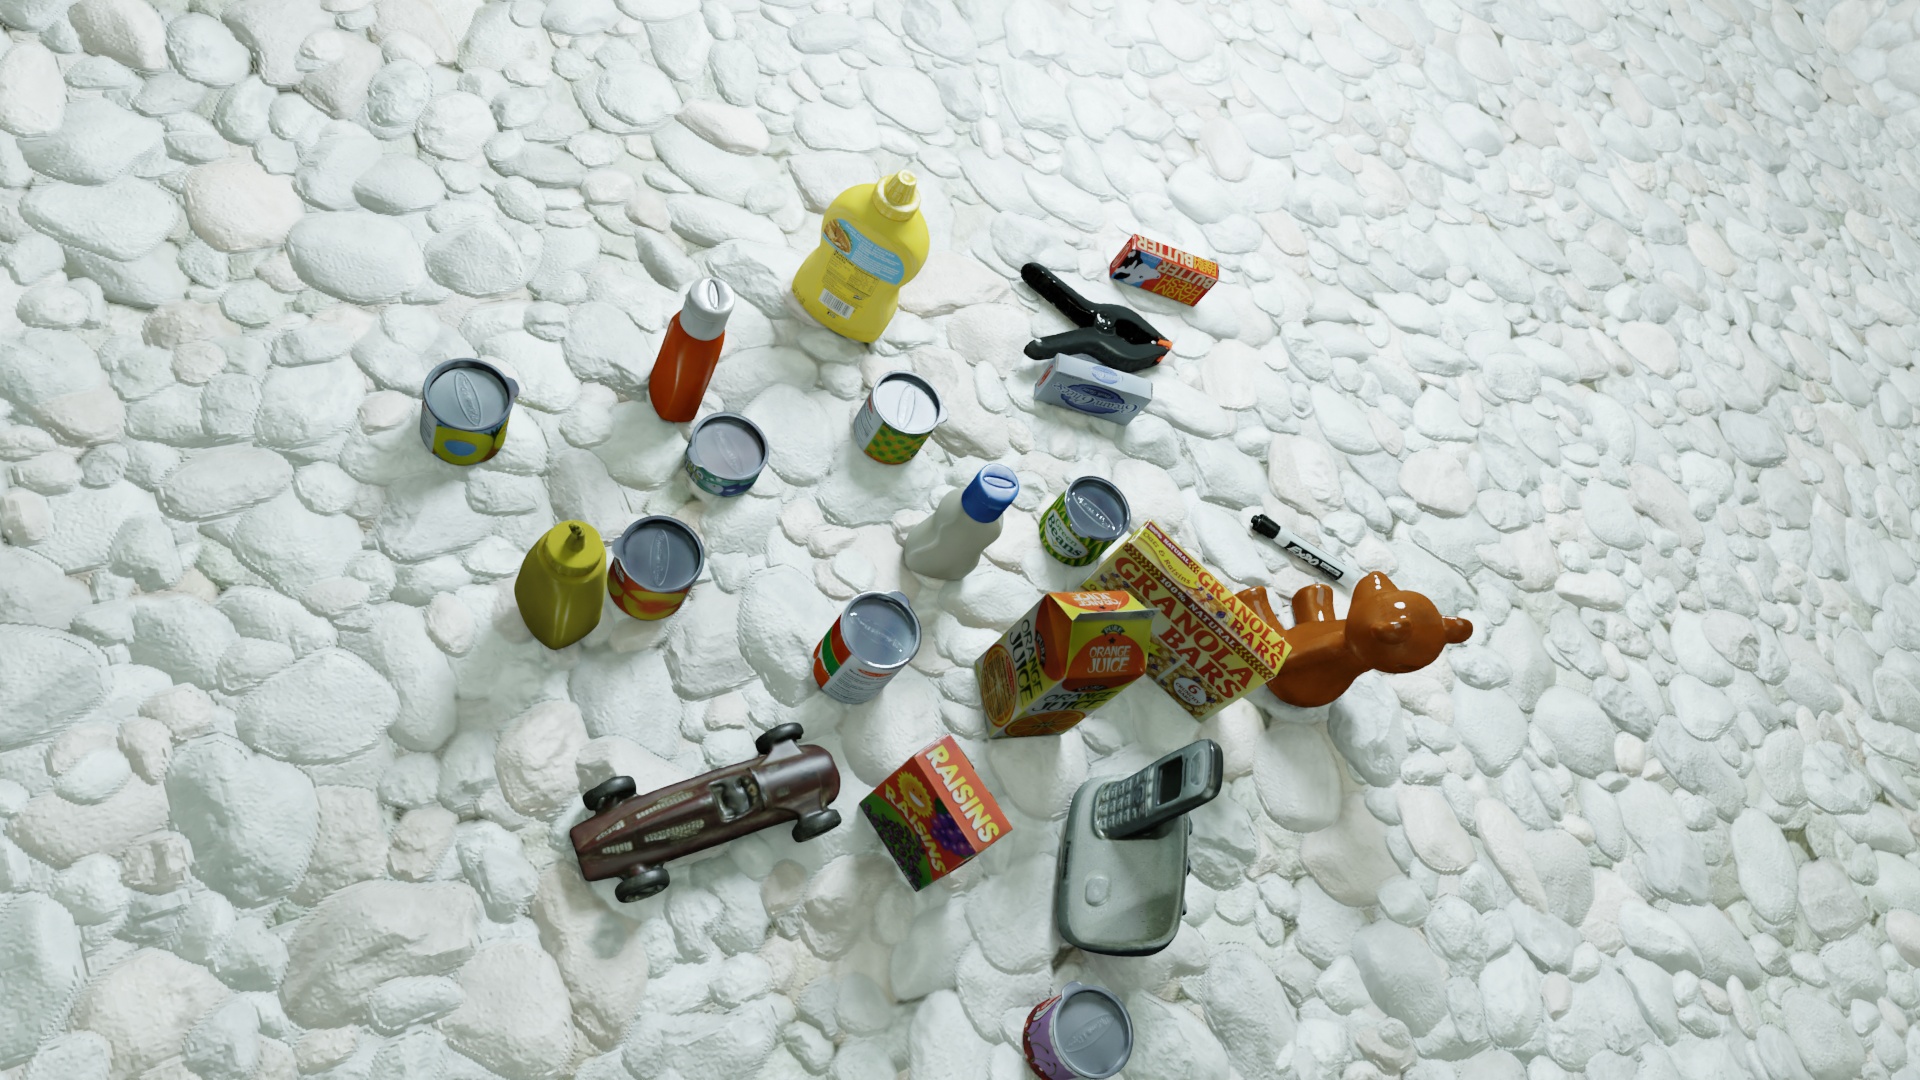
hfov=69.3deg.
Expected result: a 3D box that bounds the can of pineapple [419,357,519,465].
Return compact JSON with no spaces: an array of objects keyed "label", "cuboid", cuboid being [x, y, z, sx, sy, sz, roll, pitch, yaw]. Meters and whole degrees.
[{"label":"can of pineapple","cuboid":[-0.384,-0.100,1.084,0.071,0.057,0.071,11,60,-19]}]

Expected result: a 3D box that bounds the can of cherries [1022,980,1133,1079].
[{"label":"can of cherries","cuboid":[0.087,0.370,1.043,0.071,0.058,0.072,11,60,-19]}]

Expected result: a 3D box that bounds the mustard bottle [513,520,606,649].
[{"label":"mustard bottle","cuboid":[-0.283,0.025,1.000,0.049,0.159,0.065,-33,81,-34]}]

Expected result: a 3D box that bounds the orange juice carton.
[{"label":"orange juice carton","cuboid":[0.084,0.094,1.110,0.072,0.191,0.073,0,64,-24]}]

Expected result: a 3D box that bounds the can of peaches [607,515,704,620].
[{"label":"can of peaches","cuboid":[-0.241,0.022,1.083,0.071,0.057,0.071,11,60,-19]}]

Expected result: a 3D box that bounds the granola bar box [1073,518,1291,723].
[{"label":"granola bar box","cuboid":[0.188,0.072,1.210,0.165,0.123,0.039,43,55,2]}]

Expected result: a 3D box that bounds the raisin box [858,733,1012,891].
[{"label":"raisin box","cuboid":[-0.020,0.206,1.044,0.040,0.122,0.086,-27,77,-33]}]

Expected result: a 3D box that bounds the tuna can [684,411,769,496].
[{"label":"tuna can","cuboid":[-0.199,-0.071,1.168,0.071,0.032,0.071,11,60,-19]}]

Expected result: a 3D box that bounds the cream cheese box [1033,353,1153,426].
[{"label":"cream cheese box","cuboid":[0.128,-0.145,1.343,0.104,0.053,0.024,14,59,-17]}]

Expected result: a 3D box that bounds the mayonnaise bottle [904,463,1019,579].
[{"label":"mayonnaise bottle","cuboid":[0.004,-0.015,1.159,0.065,0.147,0.041,12,60,-19]}]

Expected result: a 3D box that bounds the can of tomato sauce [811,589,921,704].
[{"label":"can of tomato sauce","cuboid":[-0.076,0.085,1.109,0.071,0.082,0.071,11,60,-19]}]

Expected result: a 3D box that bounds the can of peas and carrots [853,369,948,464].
[{"label":"can of peas and carrots","cuboid":[-0.054,-0.108,1.238,0.071,0.058,0.071,11,60,-19]}]

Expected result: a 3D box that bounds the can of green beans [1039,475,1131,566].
[{"label":"can of green beans","cuboid":[0.112,-0.017,1.264,0.071,0.057,0.071,11,60,-19]}]

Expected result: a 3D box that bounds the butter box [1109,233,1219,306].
[{"label":"butter box","cuboid":[0.214,-0.283,1.456,0.103,0.053,0.024,16,59,-16]}]

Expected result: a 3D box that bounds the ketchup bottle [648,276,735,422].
[{"label":"ketchup bottle","cuboid":[-0.220,-0.158,1.135,0.043,0.148,0.065,0,64,-24]}]
